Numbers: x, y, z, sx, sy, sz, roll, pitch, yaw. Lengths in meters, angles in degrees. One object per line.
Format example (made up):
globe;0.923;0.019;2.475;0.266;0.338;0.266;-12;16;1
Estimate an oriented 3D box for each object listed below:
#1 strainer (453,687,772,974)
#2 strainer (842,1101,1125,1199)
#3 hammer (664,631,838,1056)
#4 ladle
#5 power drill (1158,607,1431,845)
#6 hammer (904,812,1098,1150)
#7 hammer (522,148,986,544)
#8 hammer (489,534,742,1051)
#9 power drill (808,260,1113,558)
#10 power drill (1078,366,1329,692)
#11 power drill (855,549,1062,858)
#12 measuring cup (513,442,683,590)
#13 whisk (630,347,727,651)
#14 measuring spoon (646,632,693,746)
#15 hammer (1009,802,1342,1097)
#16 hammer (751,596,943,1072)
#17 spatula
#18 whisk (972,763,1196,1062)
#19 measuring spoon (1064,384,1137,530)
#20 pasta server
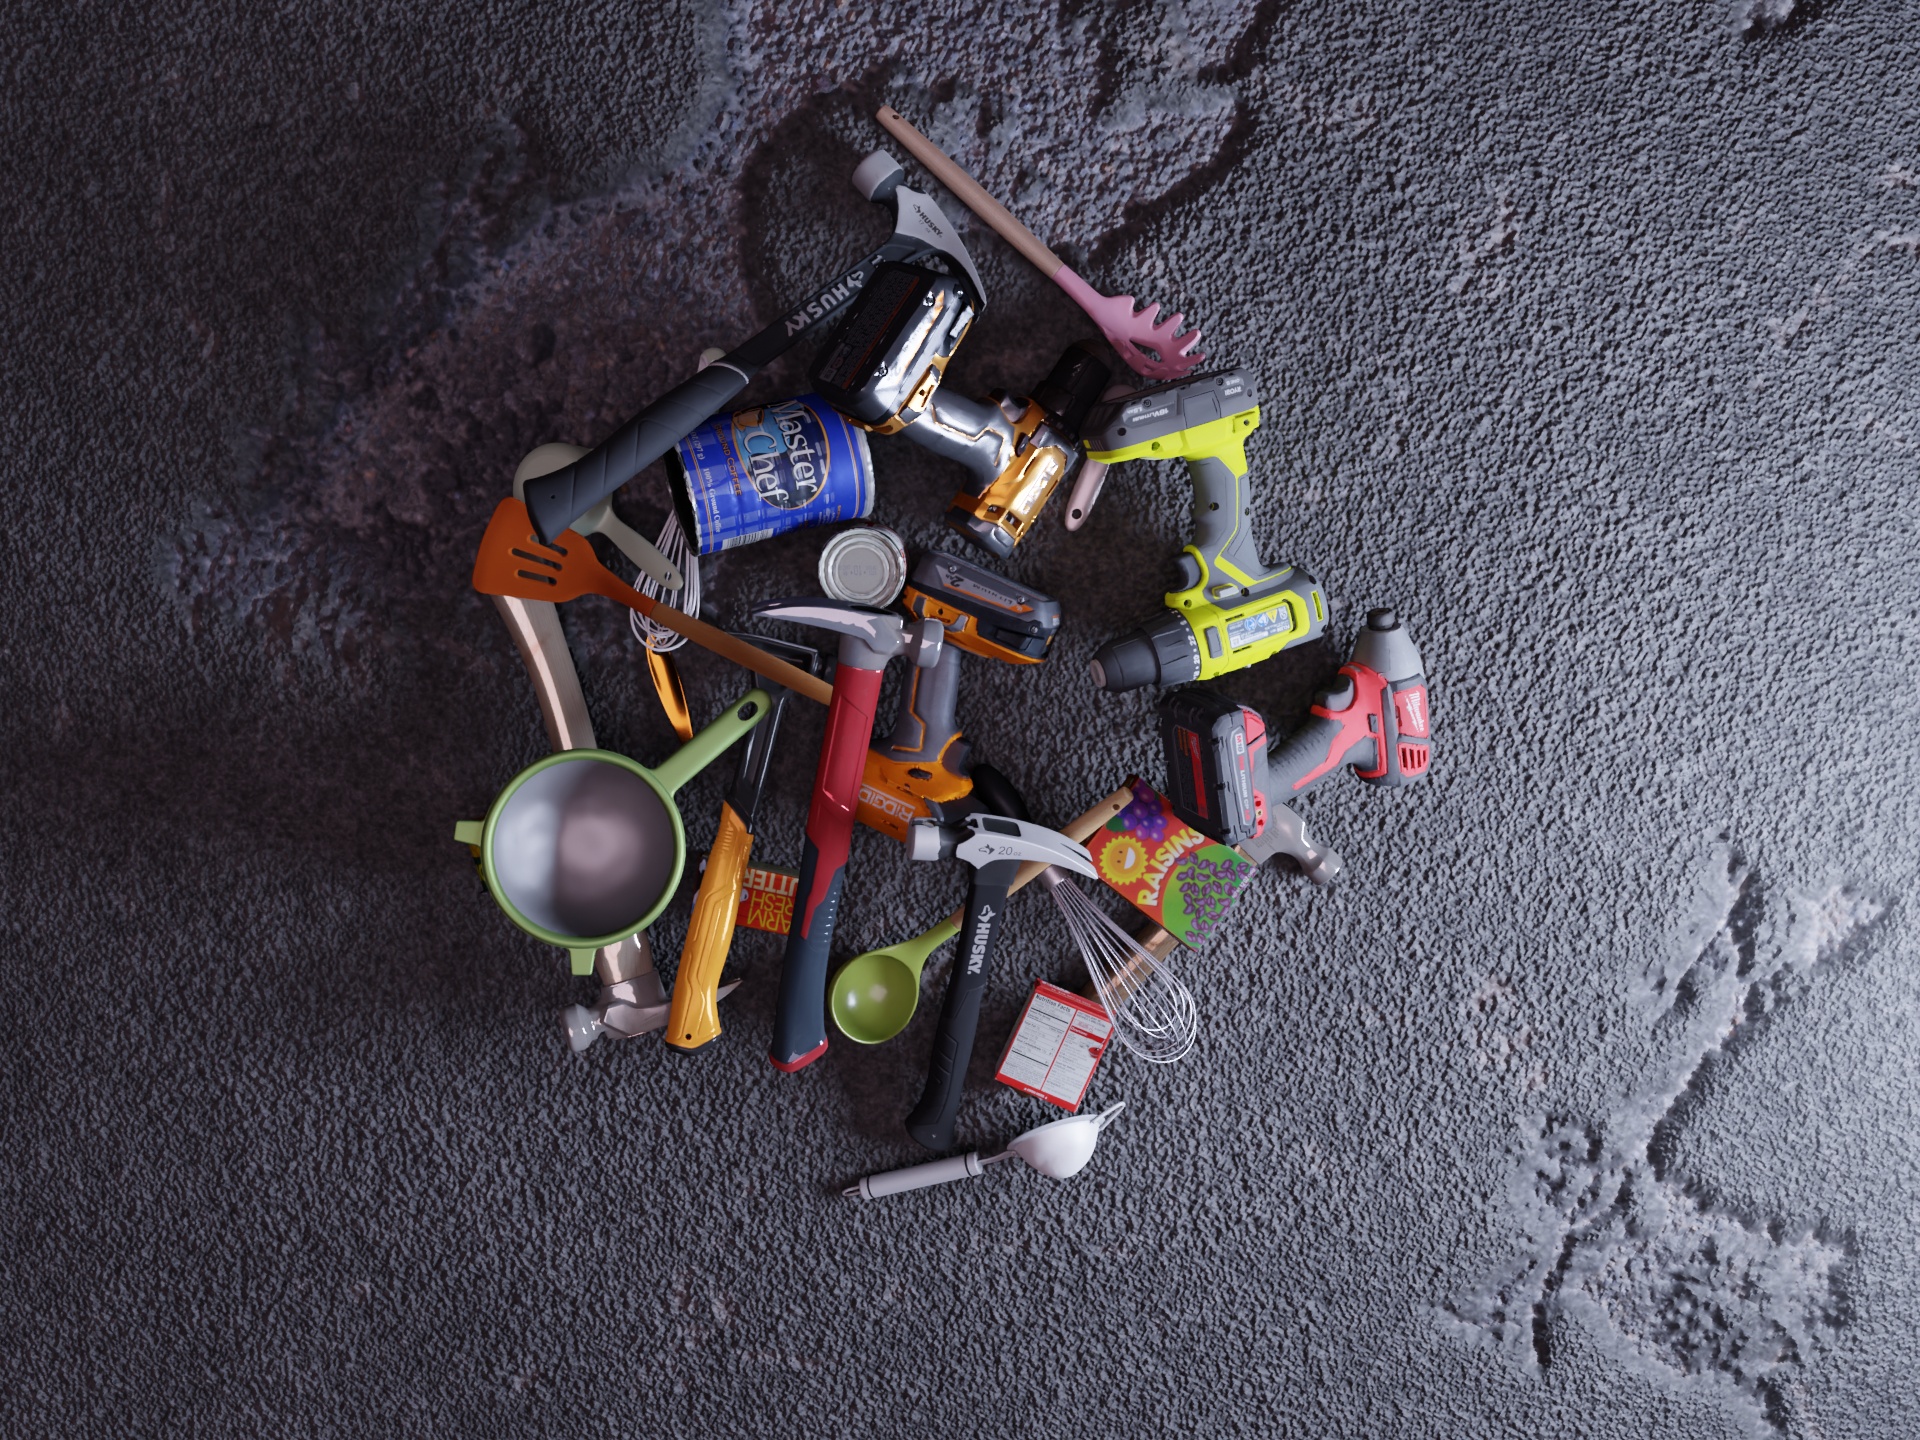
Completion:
strainer;-0.249;0.063;1.230;0.256;0.069;0.151;-41;95;-11
strainer;0.019;0.374;1.341;0.258;0.086;0.050;-17;60;14
hammer;-0.190;0.097;1.269;0.127;0.034;0.337;13;84;-8
ladle;0.015;0.155;1.269;0.320;0.062;0.078;-39;116;23
power drill;0.269;0.003;1.234;0.219;0.079;0.143;-18;111;-22
hammer;0.009;0.218;1.270;0.146;0.035;0.334;4;122;-11
hammer;-0.152;-0.260;1.164;0.409;0.036;0.149;-42;89;-21
hammer;-0.295;0.048;1.278;0.146;0.038;0.410;-15;91;-18
power drill;0.014;-0.249;1.188;0.226;0.084;0.185;36;87;-46
power drill;0.171;-0.141;1.228;0.190;0.080;0.228;-19;104;-12
power drill;-0.002;-0.004;1.262;0.164;0.084;0.226;25;101;11
measuring cup;-0.285;-0.155;1.250;0.168;0.038;0.083;39;102;15
whisk;-0.219;-0.176;1.272;0.059;0.058;0.246;9;97;-35
measuring spoon;-0.236;-0.017;1.312;0.021;0.011;0.117;-17;94;4
hammer;0.155;0.188;1.324;0.130;0.031;0.331;43;97;-6
hammer;-0.119;0.095;1.234;0.143;0.038;0.386;9;107;-8
spatula;-0.219;-0.073;1.232;0.322;0.041;0.081;26;106;2
whisk;0.094;0.152;1.284;0.070;0.070;0.285;-37;80;6
measuring spoon;0.112;-0.209;1.271;0.034;0.018;0.124;22;99;-2
pasta server;0.059;-0.372;1.237;0.316;0.040;0.060;41;60;-3
